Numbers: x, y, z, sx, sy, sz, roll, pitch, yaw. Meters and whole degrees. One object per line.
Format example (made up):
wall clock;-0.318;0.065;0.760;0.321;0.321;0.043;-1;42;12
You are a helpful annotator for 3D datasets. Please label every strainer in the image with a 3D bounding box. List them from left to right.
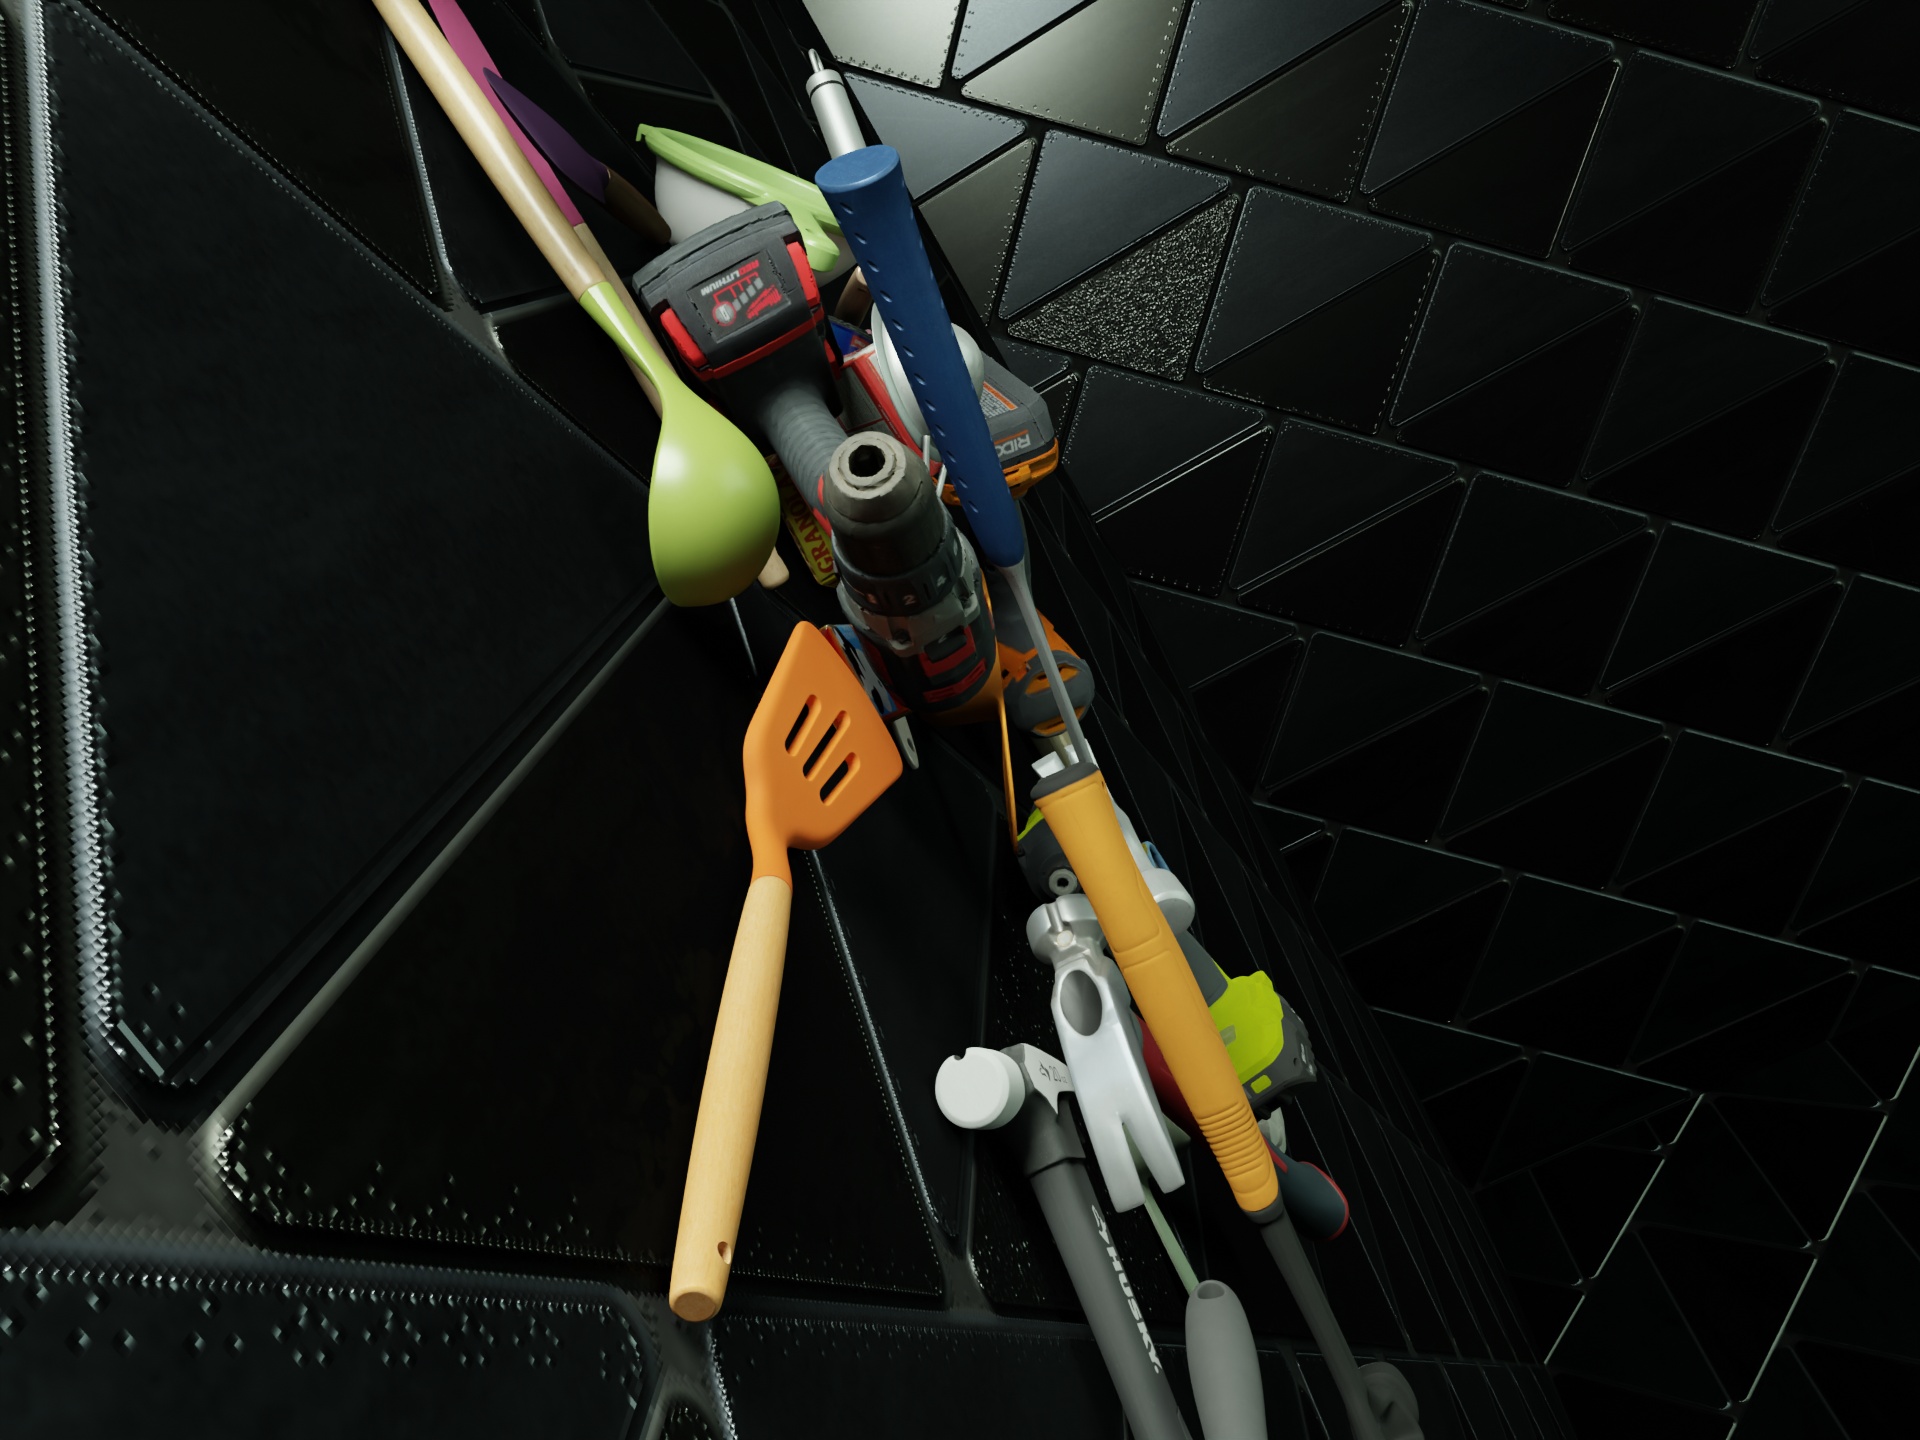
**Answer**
strainer;-0.108;-0.264;0.891;0.151;0.069;0.257;15;22;-22
strainer;-0.035;-0.233;0.797;0.086;0.050;0.259;15;53;-65

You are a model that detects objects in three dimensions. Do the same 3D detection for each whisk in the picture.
whisk;0.105;0.277;0.569;0.055;0.055;0.239;59;10;-13

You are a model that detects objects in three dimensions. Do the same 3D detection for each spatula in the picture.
spatula;-0.167;-0.250;0.740;0.059;0.018;0.316;51;5;-7
spatula;-0.058;0.066;0.527;0.081;0.041;0.323;58;13;-23

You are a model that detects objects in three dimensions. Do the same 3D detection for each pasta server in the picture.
pasta server;-0.072;-0.254;0.993;0.316;0.060;0.040;-156;-105;-80

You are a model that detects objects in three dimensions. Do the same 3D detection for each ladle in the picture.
ladle;-0.173;-0.187;0.647;0.320;0.062;0.078;56;10;4

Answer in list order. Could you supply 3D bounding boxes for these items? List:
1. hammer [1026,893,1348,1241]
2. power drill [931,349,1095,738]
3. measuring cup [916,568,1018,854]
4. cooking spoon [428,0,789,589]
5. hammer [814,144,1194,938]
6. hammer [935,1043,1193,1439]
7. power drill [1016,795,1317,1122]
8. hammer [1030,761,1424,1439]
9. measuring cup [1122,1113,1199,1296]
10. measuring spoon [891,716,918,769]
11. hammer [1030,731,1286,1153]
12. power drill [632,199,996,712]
hammer;0.142;0.227;0.828;0.385;0.038;0.143;47;21;-49
power drill;0.014;-0.117;1.034;0.164;0.084;0.226;-129;-160;-52
measuring cup;-0.001;-0.003;0.891;0.095;0.052;0.174;85;-2;-63
cooking spoon;-0.163;-0.199;0.722;0.318;0.017;0.069;61;-4;-15
hammer;0.022;-0.072;0.749;0.405;0.035;0.144;66;-4;-36
hammer;0.084;0.291;0.633;0.146;0.035;0.335;36;28;-63
power drill;0.119;0.143;0.982;0.223;0.080;0.171;51;11;-3
hammer;0.112;0.174;0.670;0.337;0.034;0.127;65;12;3
measuring cup;0.114;0.246;0.848;0.168;0.038;0.083;64;12;22
measuring spoon;-0.035;-0.024;0.882;0.034;0.018;0.124;48;19;-50
hammer;0.135;0.139;1.194;0.410;0.038;0.146;61;13;-2
power drill;-0.061;-0.124;0.705;0.227;0.080;0.187;59;-5;23
